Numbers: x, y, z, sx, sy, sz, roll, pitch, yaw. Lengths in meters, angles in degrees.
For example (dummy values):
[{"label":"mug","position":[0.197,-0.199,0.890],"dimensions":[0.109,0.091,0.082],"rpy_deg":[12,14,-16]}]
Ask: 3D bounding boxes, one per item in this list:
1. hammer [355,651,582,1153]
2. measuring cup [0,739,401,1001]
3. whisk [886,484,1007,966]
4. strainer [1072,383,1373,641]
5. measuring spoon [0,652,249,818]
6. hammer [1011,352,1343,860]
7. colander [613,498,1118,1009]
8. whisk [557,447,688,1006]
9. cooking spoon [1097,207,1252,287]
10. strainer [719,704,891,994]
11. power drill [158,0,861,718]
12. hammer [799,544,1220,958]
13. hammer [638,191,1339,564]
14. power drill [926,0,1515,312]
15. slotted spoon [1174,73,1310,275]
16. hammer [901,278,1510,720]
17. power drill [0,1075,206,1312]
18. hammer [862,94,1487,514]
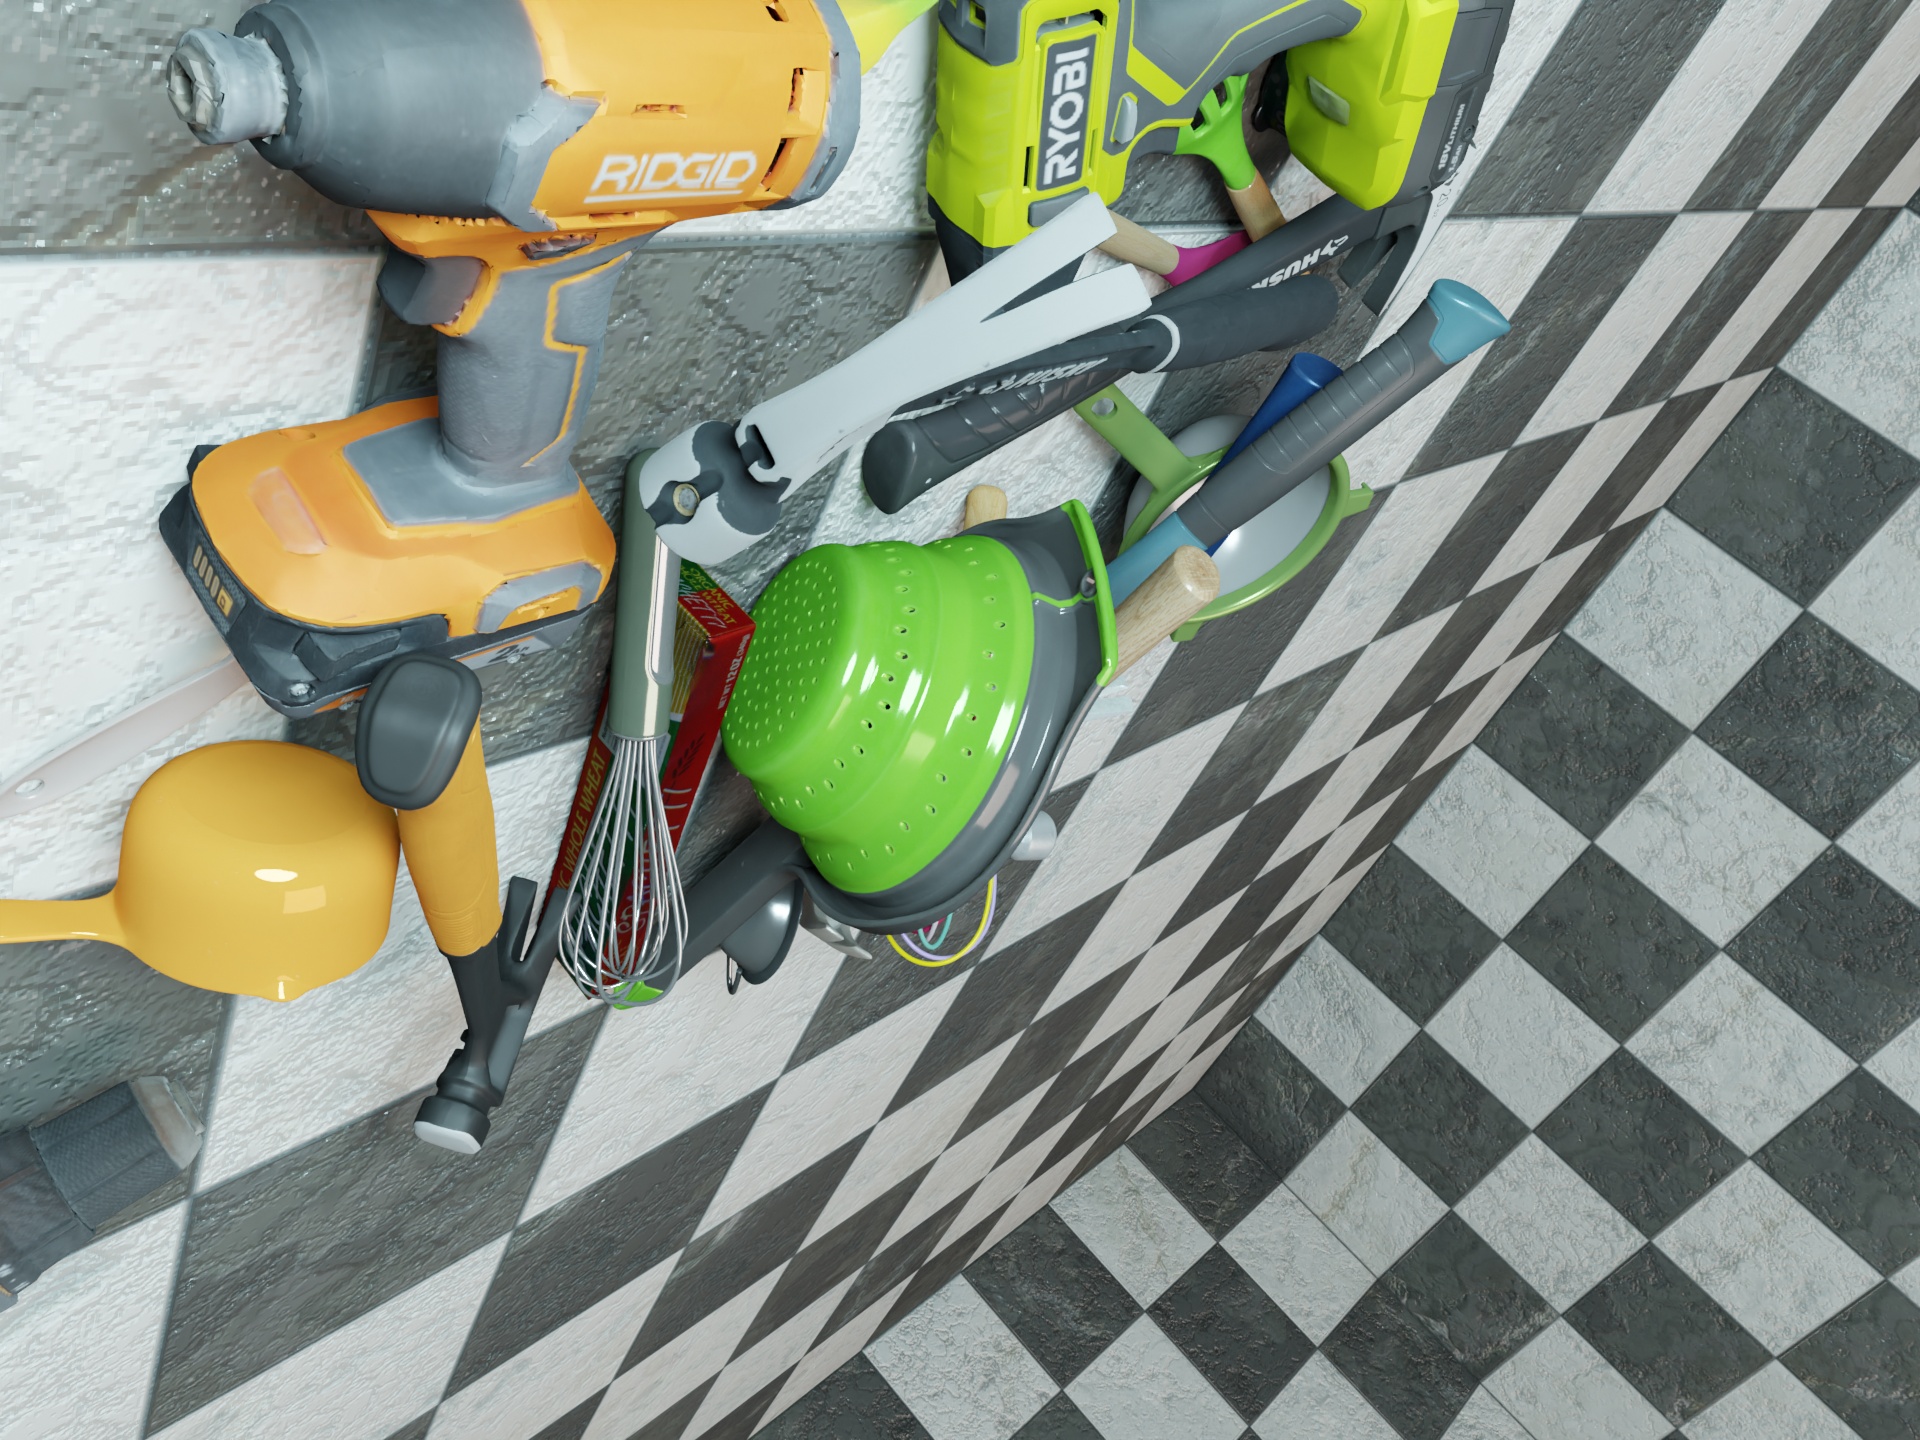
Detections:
[{"label":"hammer","position":[-0.179,0.062,0.587],"dimensions":[0.336,0.034,0.127],"rpy_deg":[114,-7,-61]},{"label":"measuring cup","position":[-0.267,0.044,0.510],"dimensions":[0.173,0.095,0.052],"rpy_deg":[2,121,-37]},{"label":"whisk","position":[-0.003,-0.003,0.771],"dimensions":[0.051,0.047,0.245],"rpy_deg":[32,59,-52]},{"label":"strainer","position":[0.121,-0.147,0.907],"dimensions":[0.151,0.069,0.256],"rpy_deg":[-38,144,18]},{"label":"measuring spoon","position":[-0.256,-0.009,0.509],"dimensions":[0.124,0.018,0.034],"rpy_deg":[-34,157,-12]},{"label":"hammer","position":[0.086,-0.045,0.928],"dimensions":[0.144,0.035,0.405],"rpy_deg":[2,138,-37]},{"label":"colander","position":[-0.094,0.031,0.763],"dimensions":[0.094,0.205,0.397],"rpy_deg":[24,131,-32]},{"label":"whisk","position":[-0.130,0.010,0.643],"dimensions":[0.058,0.059,0.246],"rpy_deg":[-40,143,-61]},{"label":"cooking spoon","position":[0.085,-0.222,0.746],"dimensions":[0.318,0.017,0.068],"rpy_deg":[-6,123,-59]},{"label":"strainer","position":[-0.079,0.052,0.865],"dimensions":[0.050,0.087,0.258],"rpy_deg":[22,114,-35]},{"label":"power drill","position":[-0.138,-0.099,0.419],"dimensions":[0.164,0.084,0.226],"rpy_deg":[-22,160,-46]},{"label":"hammer","position":[0.014,0.021,0.830],"dimensions":[0.331,0.031,0.130],"rpy_deg":[-42,-159,38]},{"label":"hammer","position":[0.065,-0.137,0.569],"dimensions":[0.149,0.036,0.409],"rpy_deg":[-24,-177,33]},{"label":"power drill","position":[0.092,-0.236,0.598],"dimensions":[0.223,0.080,0.171],"rpy_deg":[-23,144,-21]},{"label":"slotted spoon","position":[0.142,-0.252,0.766],"dimensions":[0.070,0.031,0.313],"rpy_deg":[-51,157,8]},{"label":"hammer","position":[0.129,-0.108,0.817],"dimensions":[0.331,0.033,0.128],"rpy_deg":[-38,126,23]},{"label":"power drill","position":[-0.354,0.149,0.506],"dimensions":[0.185,0.084,0.226],"rpy_deg":[-30,158,-25]},{"label":"hammer","position":[0.100,-0.188,0.751],"dimensions":[0.335,0.035,0.146],"rpy_deg":[-31,160,-13]}]
